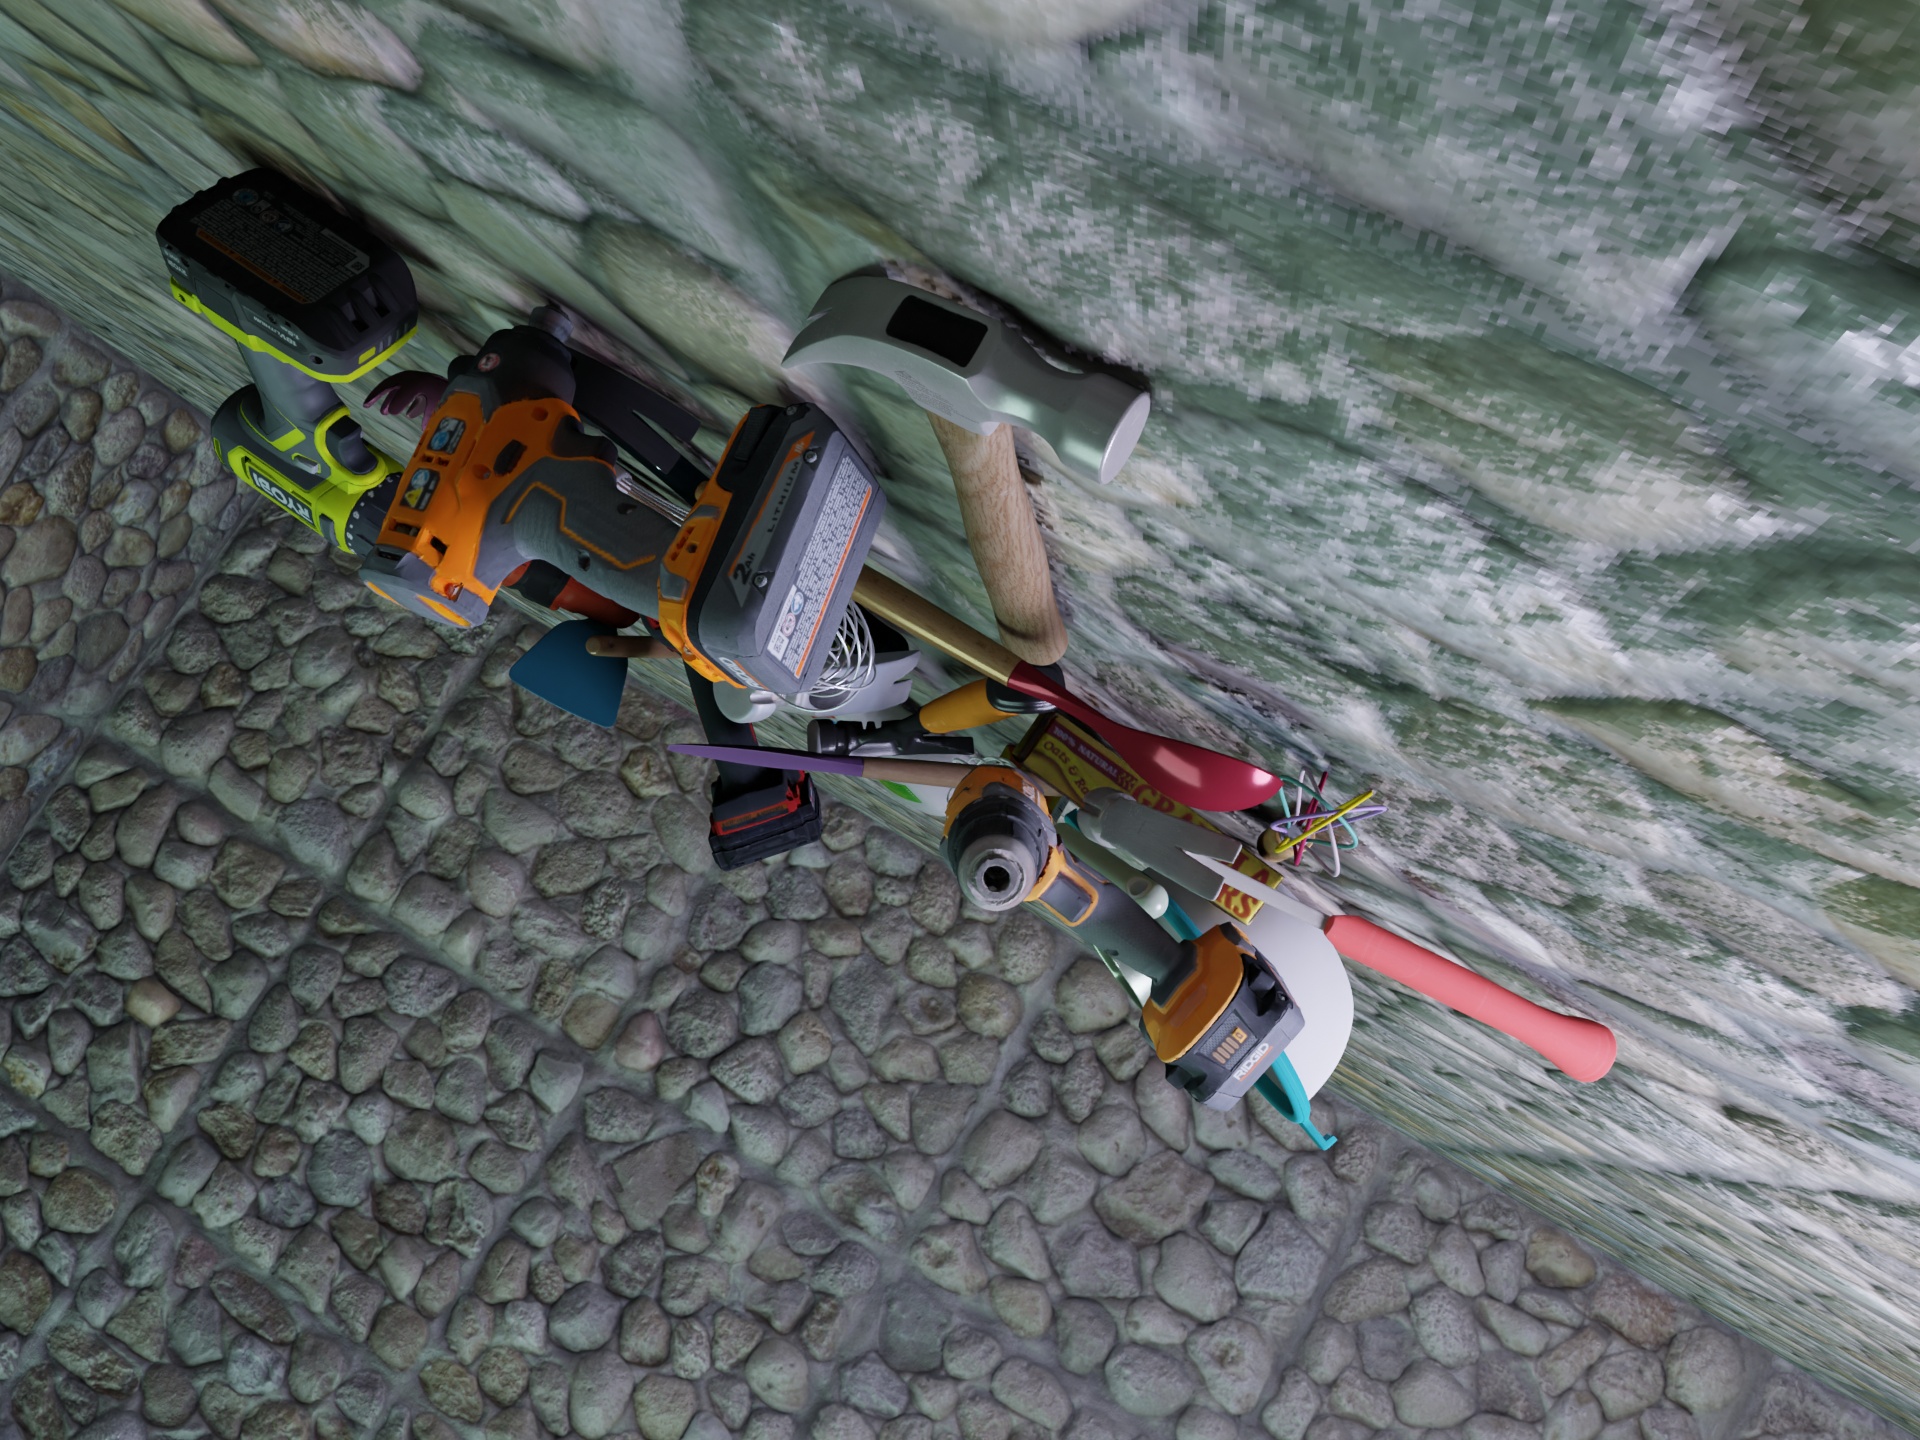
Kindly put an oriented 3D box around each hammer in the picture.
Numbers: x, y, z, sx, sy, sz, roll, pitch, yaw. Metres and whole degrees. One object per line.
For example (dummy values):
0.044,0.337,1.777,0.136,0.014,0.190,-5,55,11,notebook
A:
-0.133,-0.117,0.951,0.128,0.033,0.330,26,171,41,hammer
0.013,-0.080,0.634,0.130,0.031,0.331,29,172,13,hammer
-0.002,-0.003,1.037,0.127,0.034,0.337,-3,175,-19,hammer
-0.202,-0.092,0.974,0.387,0.038,0.143,28,-159,33,hammer
0.236,0.128,0.874,0.358,0.037,0.149,27,179,-23,hammer

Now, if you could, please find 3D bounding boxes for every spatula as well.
-0.043,0.034,1.097,0.315,0.018,0.060,6,172,-14,spatula
-0.284,-0.083,1.275,0.082,0.044,0.318,28,-163,-13,spatula

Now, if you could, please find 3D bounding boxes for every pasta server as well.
-0.299,-0.173,1.117,0.060,0.040,0.316,23,176,22,pasta server

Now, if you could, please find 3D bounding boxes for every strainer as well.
0.184,0.139,1.164,0.210,0.095,0.341,59,175,-36,strainer

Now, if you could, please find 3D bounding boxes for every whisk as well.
-0.157,-0.102,0.808,0.285,0.070,0.070,38,173,10,whisk
0.064,0.081,1.120,0.247,0.058,0.059,32,159,51,whisk
0.176,0.059,0.843,0.051,0.047,0.245,29,175,8,whisk

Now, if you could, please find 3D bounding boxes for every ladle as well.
0.004,-0.036,0.746,0.315,0.031,0.069,30,173,13,ladle

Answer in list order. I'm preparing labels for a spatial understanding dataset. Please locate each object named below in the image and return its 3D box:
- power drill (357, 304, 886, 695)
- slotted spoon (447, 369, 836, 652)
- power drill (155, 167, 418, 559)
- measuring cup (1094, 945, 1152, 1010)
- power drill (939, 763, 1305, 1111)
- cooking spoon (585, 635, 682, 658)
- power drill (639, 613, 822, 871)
-0.155,-0.108,0.735,0.226,0.164,0.084,14,166,23,power drill
-0.207,-0.147,1.072,0.313,0.031,0.070,35,174,-10,slotted spoon
-0.360,-0.180,0.918,0.190,0.080,0.228,34,148,10,power drill
0.102,0.134,1.163,0.168,0.038,0.083,56,175,20,measuring cup
0.082,0.117,0.893,0.226,0.084,0.185,40,-173,-3,power drill
-0.215,-0.058,1.275,0.017,0.069,0.319,-9,179,16,cooking spoon
-0.176,-0.021,1.180,0.188,0.080,0.226,-118,10,-77,power drill
